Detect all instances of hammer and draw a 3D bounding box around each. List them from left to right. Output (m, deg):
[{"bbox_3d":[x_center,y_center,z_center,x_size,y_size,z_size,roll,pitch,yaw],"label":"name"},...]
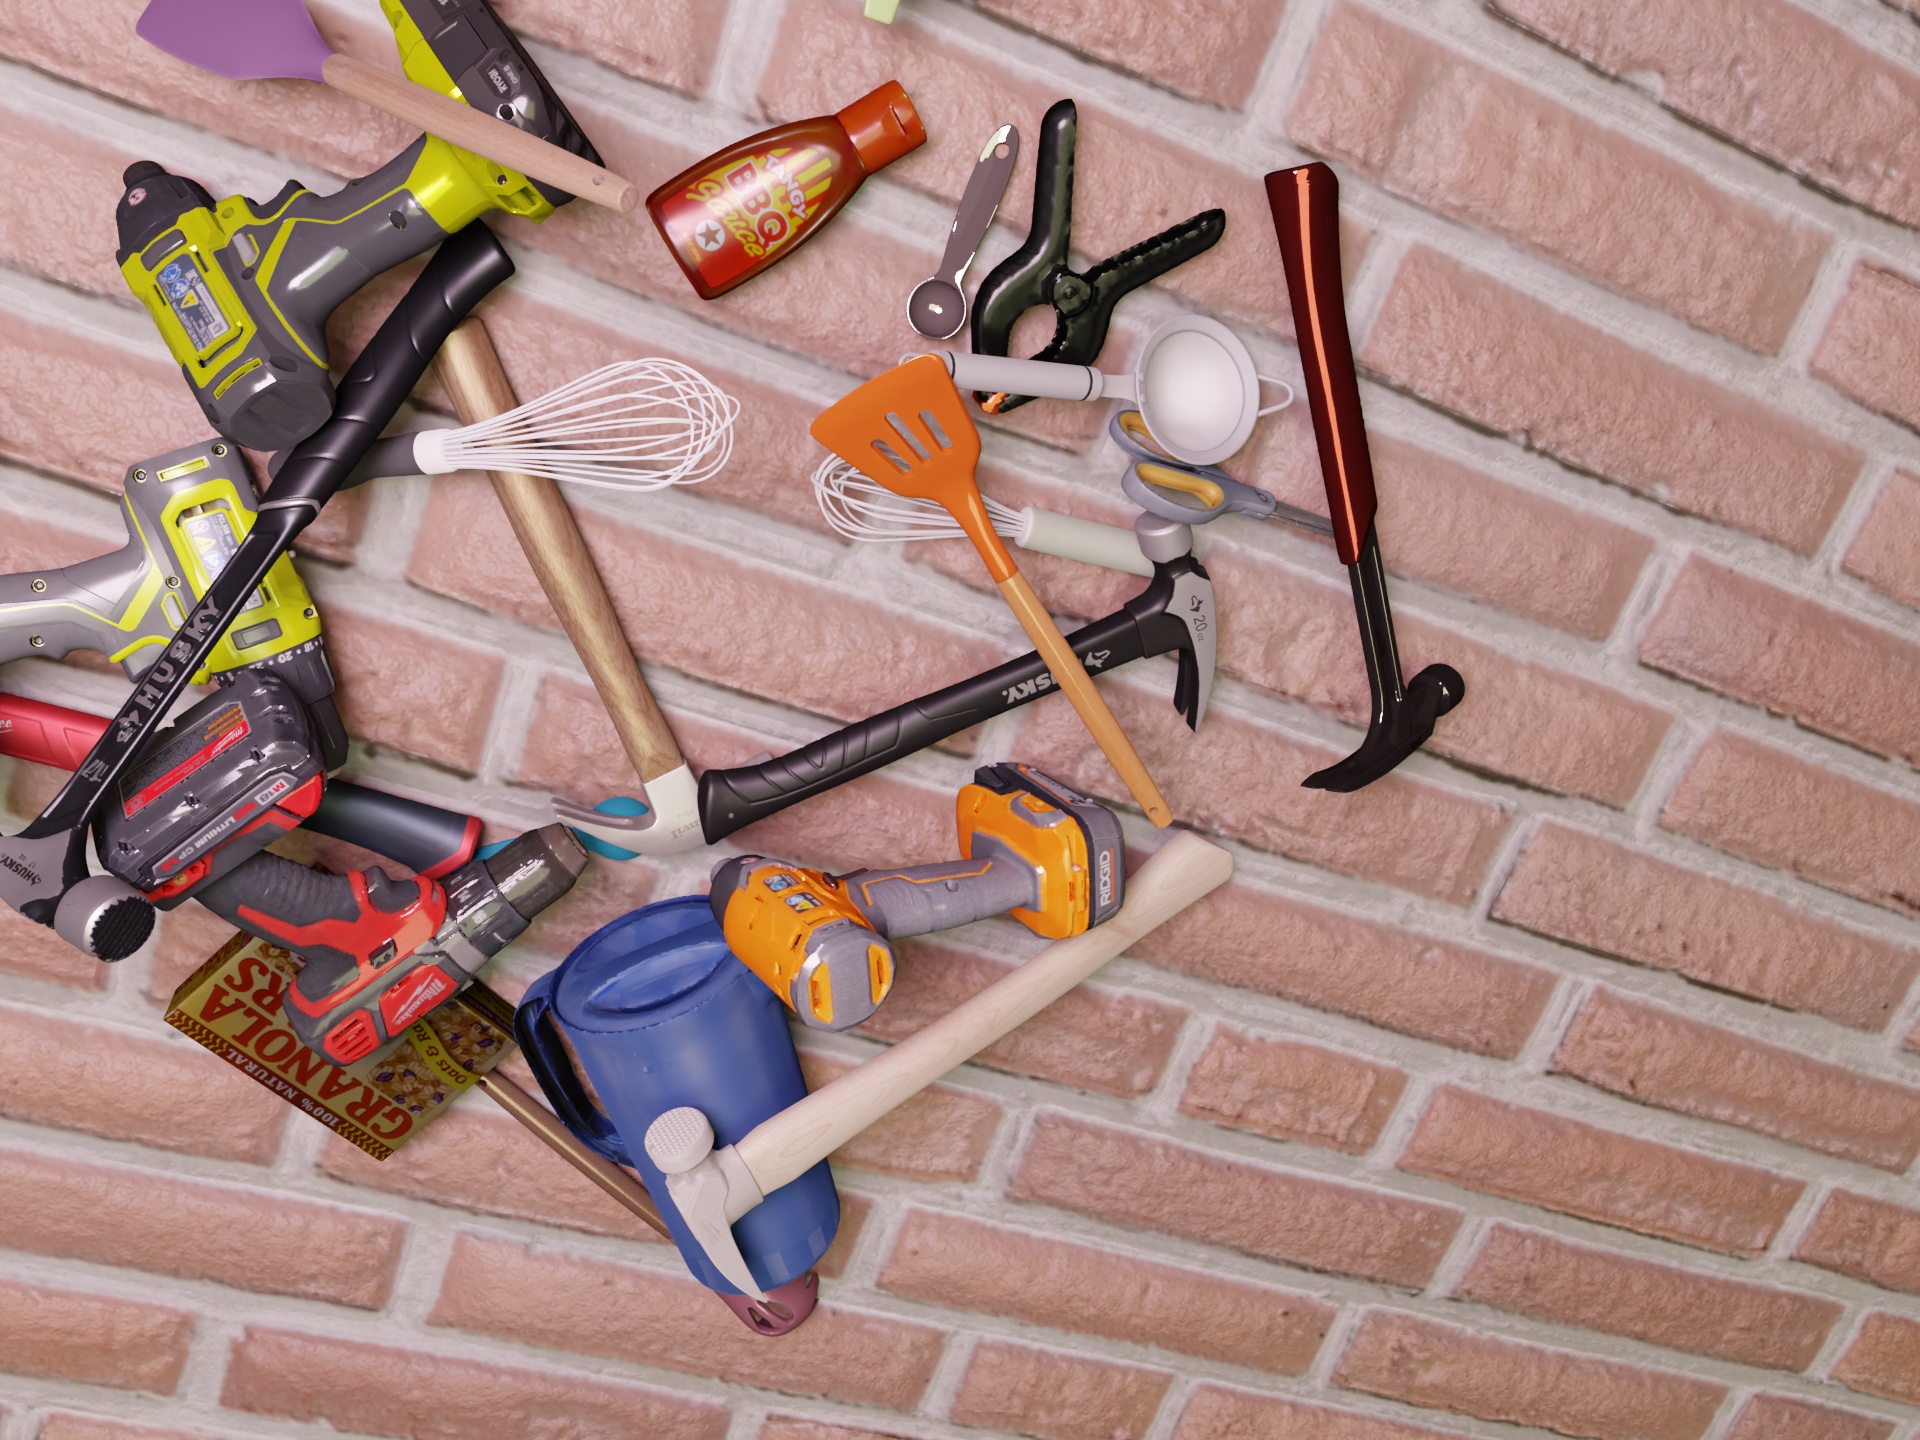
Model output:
[{"bbox_3d":[-0.465,0.007,0.903,0.386,0.038,0.143,16,106,-16],"label":"hammer"},{"bbox_3d":[-0.347,-0.089,0.789,0.409,0.149,0.036,-61,155,-15],"label":"hammer"},{"bbox_3d":[-0.221,-0.068,0.913,0.130,0.031,0.331,-27,112,-12],"label":"hammer"},{"bbox_3d":[-0.002,-0.003,0.951,0.335,0.035,0.146,-23,126,-4],"label":"hammer"},{"bbox_3d":[0.009,0.198,0.995,0.410,0.038,0.146,-31,125,-19],"label":"hammer"},{"bbox_3d":[0.224,-0.141,0.940,0.149,0.037,0.359,-30,114,-37],"label":"hammer"}]

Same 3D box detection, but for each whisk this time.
[{"bbox_3d":[-0.244,-0.144,0.828,0.284,0.070,0.070,-2,115,20],"label":"whisk"},{"bbox_3d":[0.030,-0.116,0.939,0.246,0.059,0.057,11,113,-20],"label":"whisk"}]

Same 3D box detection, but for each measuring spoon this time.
[{"bbox_3d":[-0.252,0.081,0.978,0.128,0.021,0.042,-14,113,-6],"label":"measuring spoon"},{"bbox_3d":[0.005,-0.272,0.890,0.034,0.018,0.124,25,100,6],"label":"measuring spoon"}]

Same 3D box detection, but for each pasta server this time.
[{"bbox_3d":[-0.214,0.328,1.085,0.060,0.040,0.316,-42,109,8],"label":"pasta server"}]

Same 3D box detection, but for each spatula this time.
[{"bbox_3d":[-0.266,-0.290,0.724,0.316,0.018,0.060,29,84,22],"label":"spatula"},{"bbox_3d":[0.037,-0.058,0.888,0.081,0.041,0.322,-27,113,18],"label":"spatula"}]

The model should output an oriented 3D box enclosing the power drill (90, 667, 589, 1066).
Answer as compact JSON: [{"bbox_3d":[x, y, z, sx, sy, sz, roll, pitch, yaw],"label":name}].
[{"bbox_3d":[-0.327,0.075,0.868,0.188,0.080,0.226,-36,135,-7],"label":"power drill"}]

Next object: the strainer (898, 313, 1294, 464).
[{"bbox_3d":[0.076,-0.188,0.887,0.258,0.050,0.087,-2,90,-33],"label":"strainer"}]

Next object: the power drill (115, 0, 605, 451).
[{"bbox_3d":[-0.304,-0.261,0.777,0.223,0.080,0.171,-36,73,4],"label":"power drill"}]

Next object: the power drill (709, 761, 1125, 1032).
[{"bbox_3d":[-0.034,0.096,0.949,0.226,0.164,0.084,-17,116,-30],"label":"power drill"}]

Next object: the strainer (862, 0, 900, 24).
[{"bbox_3d":[-0.046,-0.483,0.764,0.151,0.069,0.256,-33,113,6],"label":"strainer"}]

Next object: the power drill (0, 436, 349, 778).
[{"bbox_3d":[-0.454,-0.025,0.838,0.228,0.080,0.190,-23,106,-19],"label":"power drill"}]
